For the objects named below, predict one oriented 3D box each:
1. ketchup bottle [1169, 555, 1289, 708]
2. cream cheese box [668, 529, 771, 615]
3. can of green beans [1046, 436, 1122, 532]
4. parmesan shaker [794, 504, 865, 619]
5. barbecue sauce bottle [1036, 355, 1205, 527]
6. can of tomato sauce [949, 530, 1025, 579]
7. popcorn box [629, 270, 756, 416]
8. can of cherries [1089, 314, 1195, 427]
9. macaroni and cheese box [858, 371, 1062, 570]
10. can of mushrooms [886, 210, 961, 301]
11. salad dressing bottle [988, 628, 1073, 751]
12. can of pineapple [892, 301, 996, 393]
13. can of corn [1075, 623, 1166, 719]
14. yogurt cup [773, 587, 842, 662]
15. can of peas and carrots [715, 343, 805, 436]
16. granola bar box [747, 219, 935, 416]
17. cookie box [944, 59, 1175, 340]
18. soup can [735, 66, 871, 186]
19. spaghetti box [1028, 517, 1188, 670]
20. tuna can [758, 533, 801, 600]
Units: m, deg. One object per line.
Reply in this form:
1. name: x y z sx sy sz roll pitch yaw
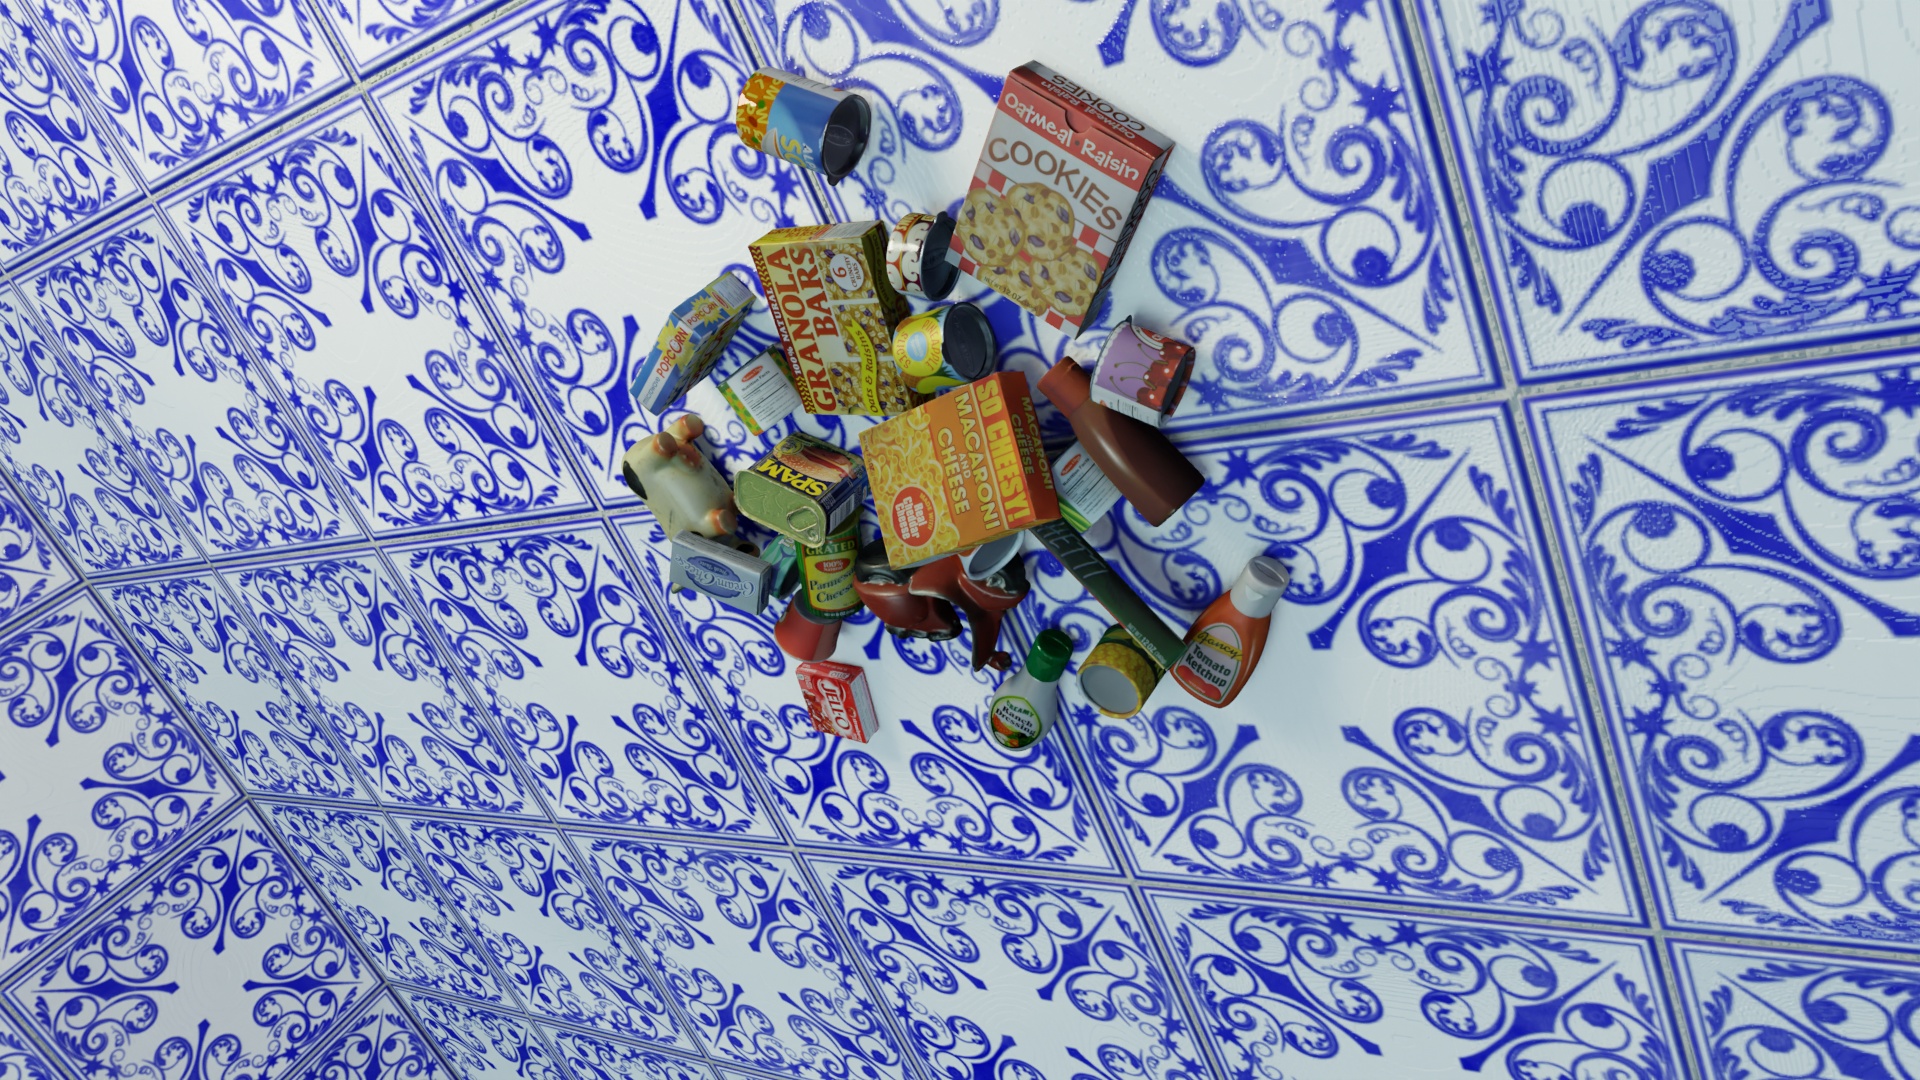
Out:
1. ketchup bottle: 0.227 0.074 1.154 0.065 0.044 0.148 36 136 16
2. cream cheese box: -0.237 0.031 1.367 0.104 0.024 0.053 20 126 13
3. can of green beans: 0.100 -0.048 1.135 0.058 0.071 0.071 43 137 -1
4. parmesan shaker: -0.123 0.017 1.352 0.071 0.072 0.102 16 131 26
5. barbecue sauce bottle: 0.124 -0.082 1.096 0.148 0.065 0.043 47 135 4
6. can of tomato sauce: 0.004 -0.015 1.209 0.083 0.071 0.070 48 141 27
7. popcorn box: -0.246 -0.179 1.272 0.038 0.085 0.126 43 136 -1
8. can of cherries: 0.139 -0.128 1.047 0.058 0.072 0.071 24 134 18
9. macaroni and cheese box: -0.003 -0.055 1.140 0.166 0.040 0.124 -19 82 41
10. can of mushrooms: -0.027 -0.225 1.091 0.033 0.071 0.070 16 130 28
11. salad dressing bottle: 0.069 0.142 1.323 0.064 0.044 0.146 31 135 11
12. can of pineapple: -0.015 -0.156 1.132 0.058 0.071 0.070 -9 117 40
13. can of corn: 0.146 0.116 1.235 0.071 0.058 0.070 20 132 23
14. yogurt cup: -0.153 0.084 1.426 0.072 0.073 0.053 34 128 10
15. can of peas and carrots: -0.180 -0.138 1.273 0.070 0.071 0.058 -25 107 45
16. granola bar box: -0.102 -0.187 1.194 0.124 0.039 0.164 4 124 34
17. cookie box: 0.069 -0.247 1.021 0.123 0.040 0.166 34 136 10
18. soup can: -0.123 -0.323 1.081 0.084 0.072 0.071 24 134 20
19. spaghetti box: 0.095 0.010 1.166 0.028 0.050 0.250 -44 80 4
20. tuna can: -0.176 0.023 1.393 0.033 0.071 0.070 31 136 11
